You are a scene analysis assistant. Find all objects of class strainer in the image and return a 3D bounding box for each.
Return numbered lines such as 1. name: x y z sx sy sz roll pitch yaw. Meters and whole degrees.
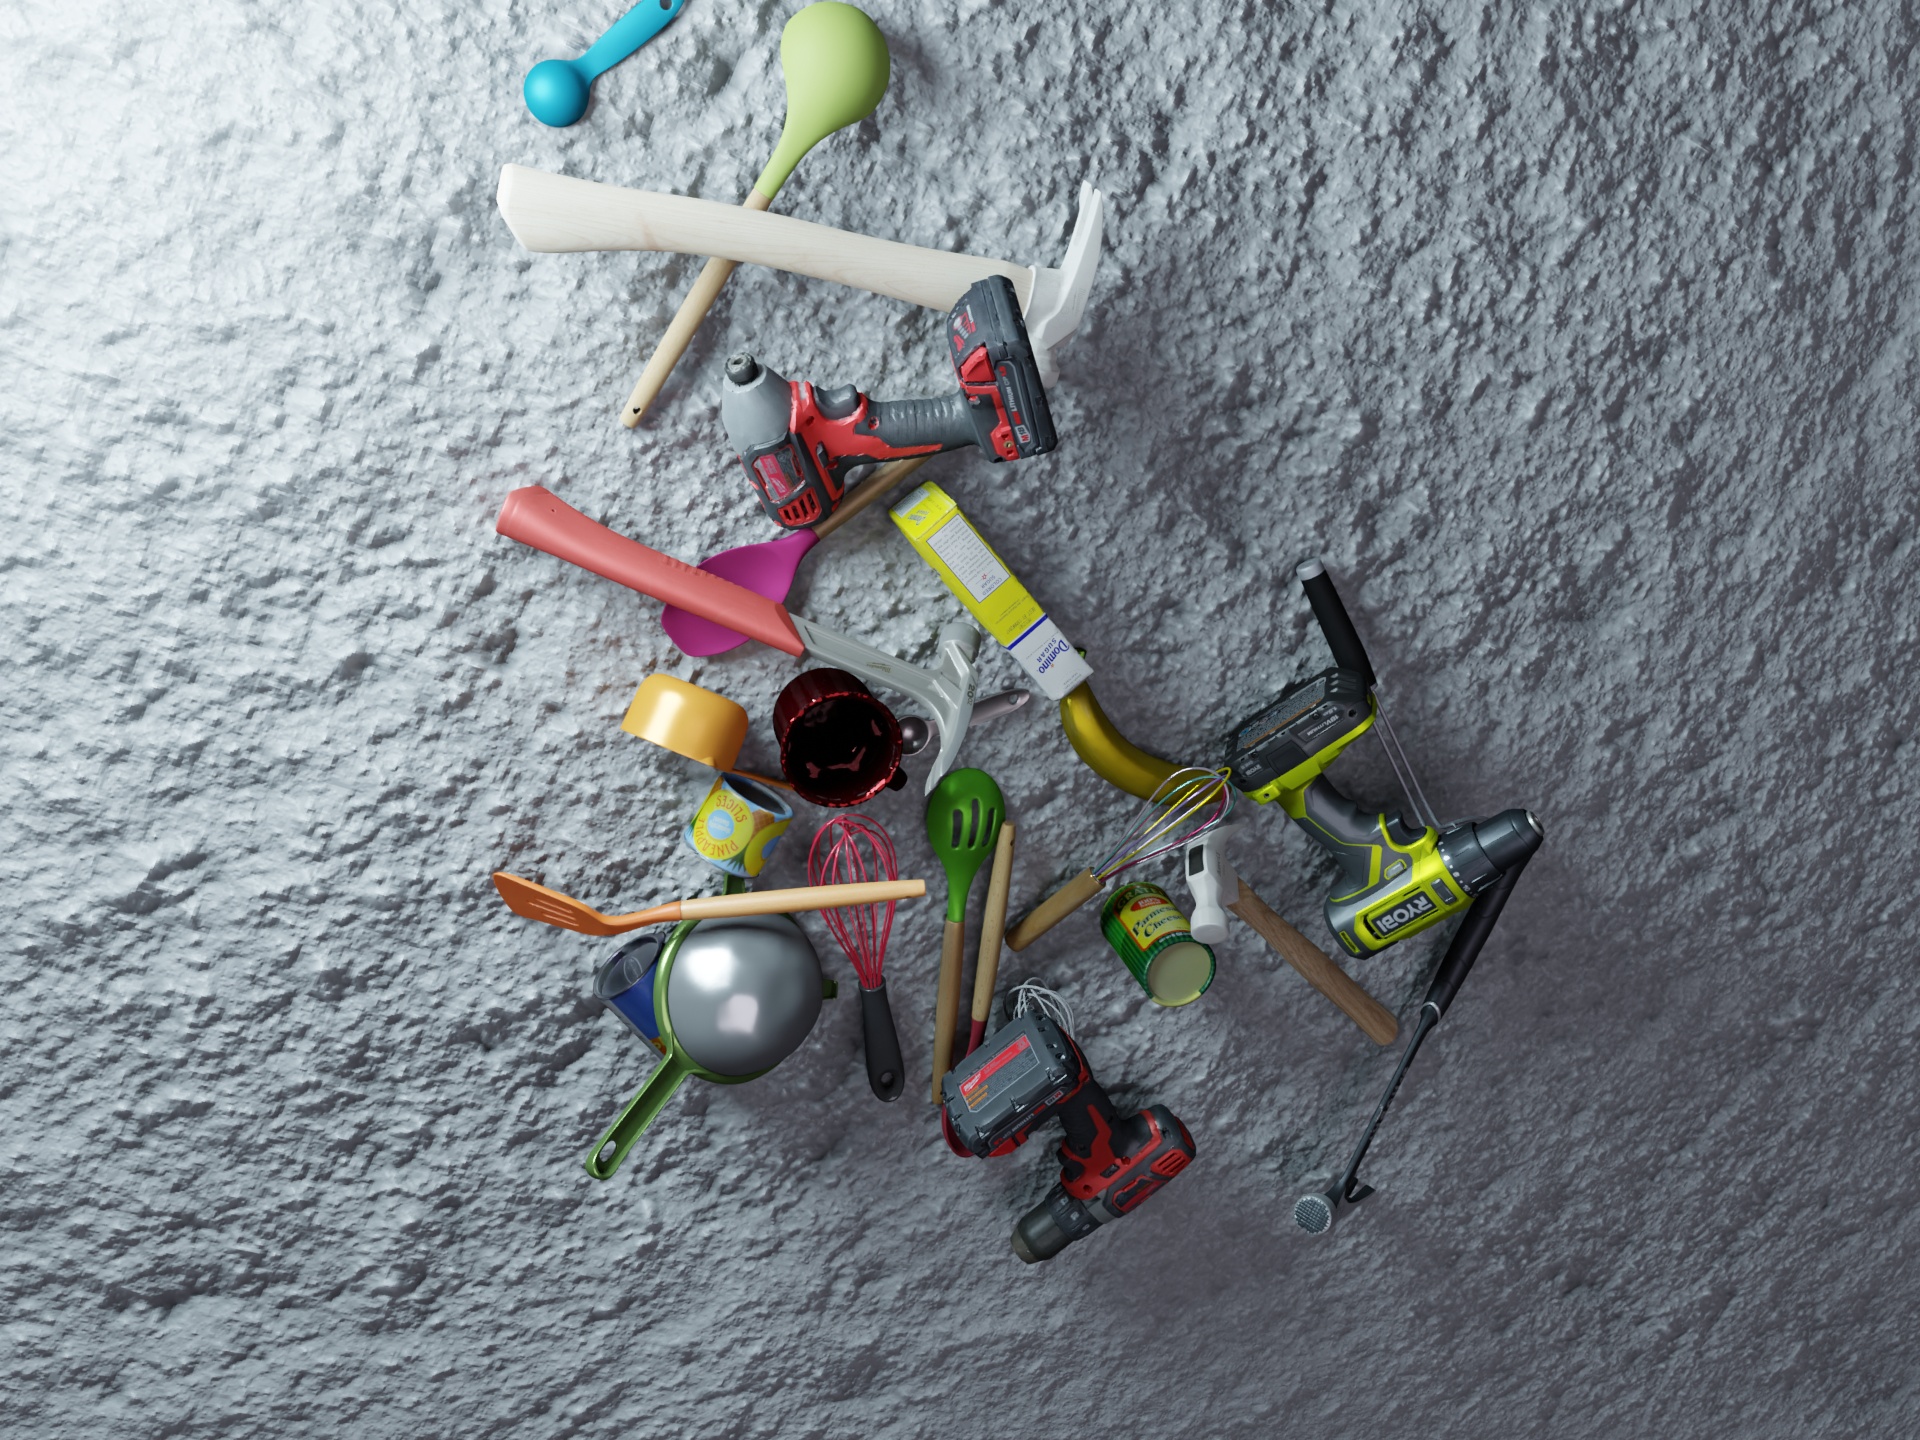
1. strainer: -0.186 0.246 1.213 0.256 0.069 0.151 -52 120 -33

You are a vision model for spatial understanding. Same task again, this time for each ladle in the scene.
1. ladle: 0.020 0.230 1.349 0.069 0.031 0.315 -17 122 -49
2. ladle: -0.151 -0.341 1.093 0.078 0.062 0.320 27 108 -28

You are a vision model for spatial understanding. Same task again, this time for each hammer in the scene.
1. hammer: -0.097 -0.325 1.069 0.410 0.038 0.146 4 120 -25
2. hammer: -0.157 -0.071 1.134 0.359 0.149 0.036 23 139 -11
3. hammer: 0.431 0.288 1.476 0.149 0.036 0.409 17 100 -60
4. hammer: 0.296 0.200 1.397 0.031 0.130 0.331 -25 132 30

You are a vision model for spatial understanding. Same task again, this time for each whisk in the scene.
1. whisk: 0.132 0.116 1.321 0.245 0.047 0.051 -40 126 19
2. whisk: -0.076 0.200 1.308 0.073 0.073 0.295 -13 120 -11
3. whisk: 0.100 0.324 1.415 0.059 0.058 0.246 -10 121 25

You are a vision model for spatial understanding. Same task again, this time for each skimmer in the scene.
1. skimmer: 0.362 0.019 1.380 0.127 0.090 0.363 -29 105 -2

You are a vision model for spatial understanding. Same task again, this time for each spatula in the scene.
1. spatula: -0.188 0.134 1.210 0.322 0.041 0.081 -5 151 -5

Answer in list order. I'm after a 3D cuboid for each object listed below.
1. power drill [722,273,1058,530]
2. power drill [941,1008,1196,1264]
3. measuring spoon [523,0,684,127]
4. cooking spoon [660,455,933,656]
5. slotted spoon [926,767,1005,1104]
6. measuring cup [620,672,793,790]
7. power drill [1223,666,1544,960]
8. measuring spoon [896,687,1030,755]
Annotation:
1. power drill: -0.054 -0.220 1.102 0.219 0.079 0.143 -16 140 6
2. power drill: 0.078 0.368 1.364 0.188 0.080 0.226 -40 125 6
3. measuring spoon: -0.230 -0.436 1.036 0.128 0.021 0.042 -39 116 2
4. cooking spoon: -0.088 -0.156 1.187 0.319 0.017 0.068 -37 111 0
5. slotted spoon: -0.004 0.189 1.340 0.070 0.031 0.313 -4 113 -22
6. measuring cup: -0.173 0.012 1.204 0.173 0.095 0.052 23 86 -44
7. power drill: 0.346 0.072 1.315 0.190 0.080 0.228 -35 102 25
8. measuring spoon: -0.002 -0.004 1.276 0.124 0.018 0.034 -19 115 -16
